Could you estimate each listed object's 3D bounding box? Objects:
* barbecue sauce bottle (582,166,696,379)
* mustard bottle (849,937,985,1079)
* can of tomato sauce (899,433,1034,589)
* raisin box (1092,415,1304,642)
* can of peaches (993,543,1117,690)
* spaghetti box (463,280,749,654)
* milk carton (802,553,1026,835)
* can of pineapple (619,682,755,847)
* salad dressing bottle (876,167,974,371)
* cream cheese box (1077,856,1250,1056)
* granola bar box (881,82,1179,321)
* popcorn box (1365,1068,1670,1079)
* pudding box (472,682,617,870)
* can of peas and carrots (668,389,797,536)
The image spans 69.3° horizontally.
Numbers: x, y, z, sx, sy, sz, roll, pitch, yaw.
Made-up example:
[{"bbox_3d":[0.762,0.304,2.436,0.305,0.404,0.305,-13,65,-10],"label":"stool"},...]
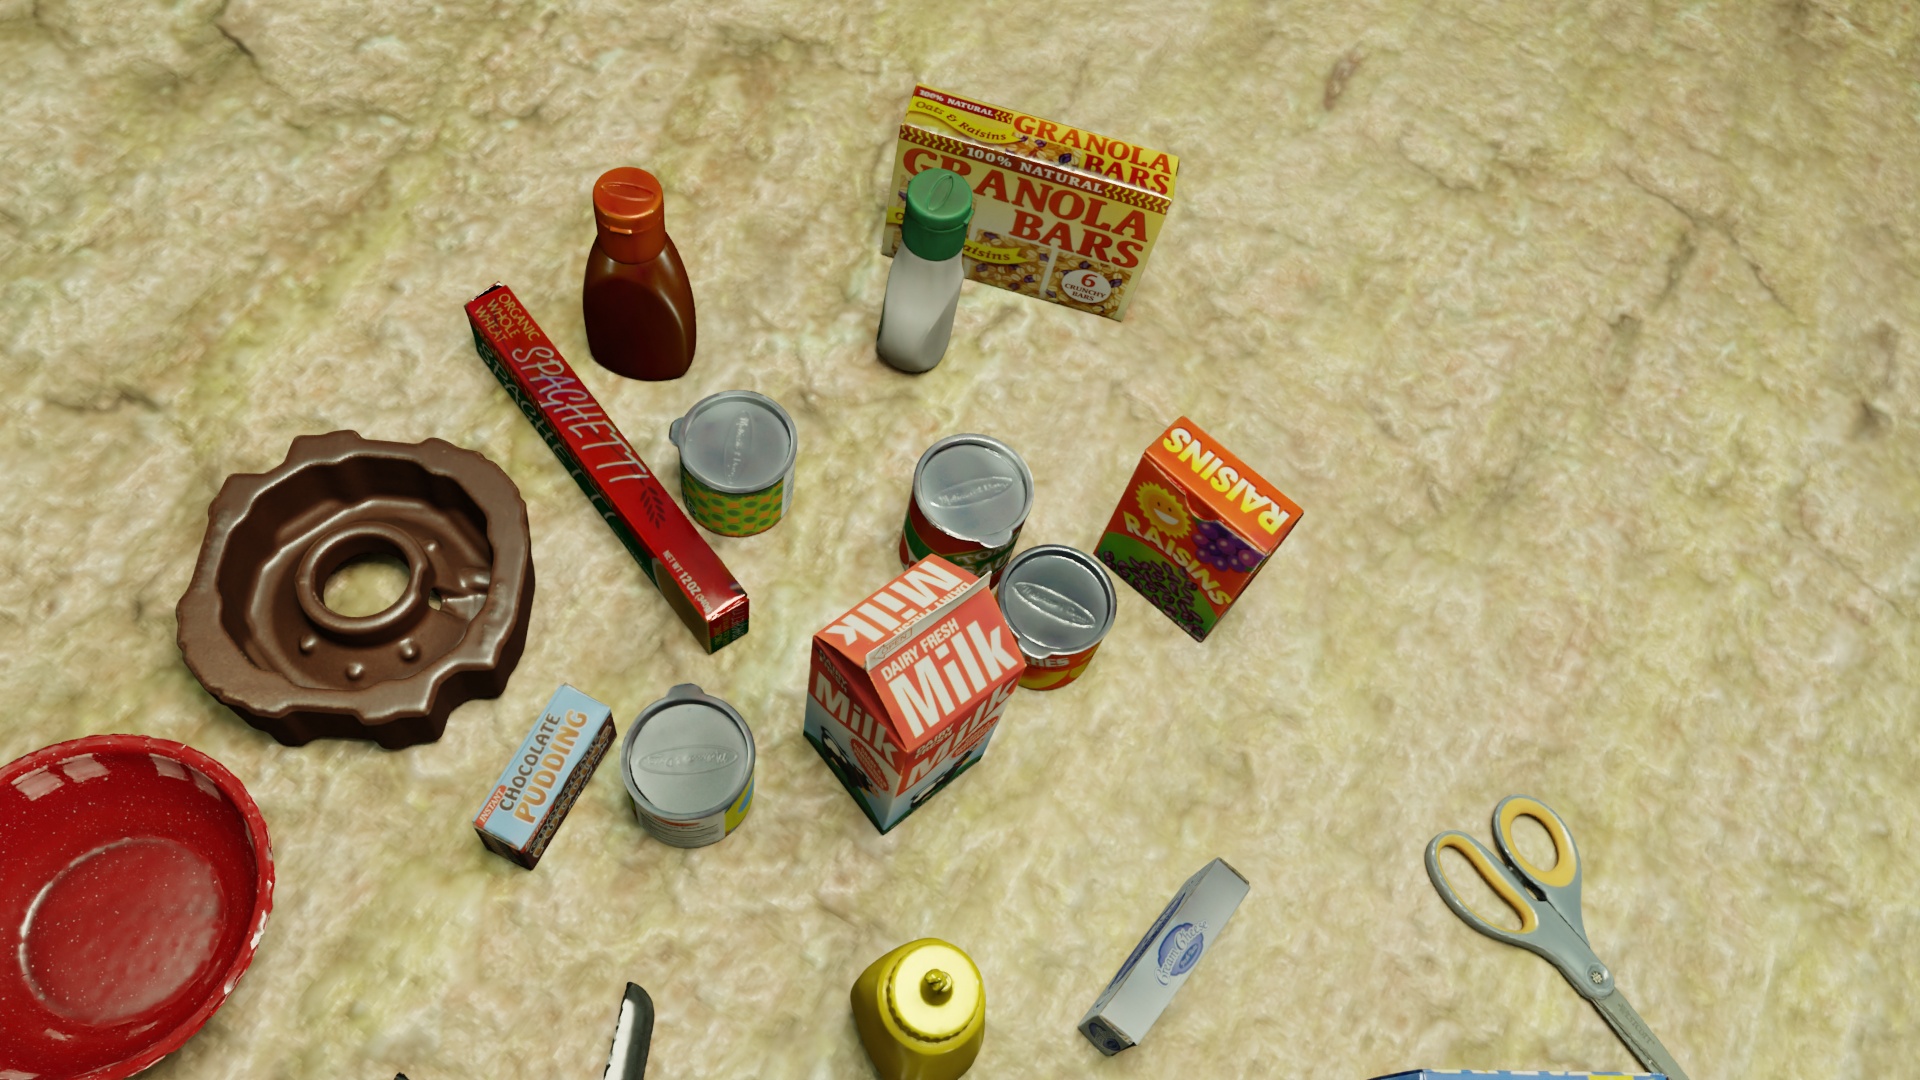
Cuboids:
[{"bbox_3d":[-0.184,-0.148,0.788,0.065,0.147,0.044,10,62,-4],"label":"barbecue sauce bottle"},{"bbox_3d":[-0.016,0.211,0.625,0.049,0.159,0.065,-23,69,-19],"label":"mustard bottle"},{"bbox_3d":[0.003,-0.010,0.785,0.071,0.082,0.071,4,63,-7],"label":"can of tomato sauce"},{"bbox_3d":[0.129,-0.004,0.779,0.086,0.122,0.040,41,65,12],"label":"raisin box"},{"bbox_3d":[0.048,0.046,0.778,0.071,0.057,0.071,4,63,-7],"label":"can of peaches"},{"bbox_3d":[-0.202,-0.043,0.787,0.029,0.050,0.250,-34,73,-22],"label":"spaghetti box"},{"bbox_3d":[-0.025,0.073,0.677,0.072,0.189,0.073,-34,73,-23],"label":"milk carton"},{"bbox_3d":[-0.138,0.117,0.711,0.071,0.057,0.071,4,63,-7],"label":"can of pineapple"},{"bbox_3d":[-0.021,-0.157,0.820,0.044,0.147,0.064,24,62,4],"label":"salad dressing bottle"},{"bbox_3d":[0.103,0.212,0.704,0.024,0.053,0.104,39,64,11],"label":"cream cheese box"},{"bbox_3d":[0.040,-0.209,0.869,0.166,0.123,0.039,16,62,-1],"label":"granola bar box"},{"bbox_3d":[0.267,0.282,0.677,0.127,0.084,0.038,4,63,-7],"label":"popcorn box"},{"bbox_3d":[-0.209,0.119,0.703,0.030,0.049,0.084,26,62,4],"label":"pudding box"},{"bbox_3d":[-0.130,-0.043,0.794,0.071,0.058,0.071,4,63,-7],"label":"can of peas and carrots"}]
